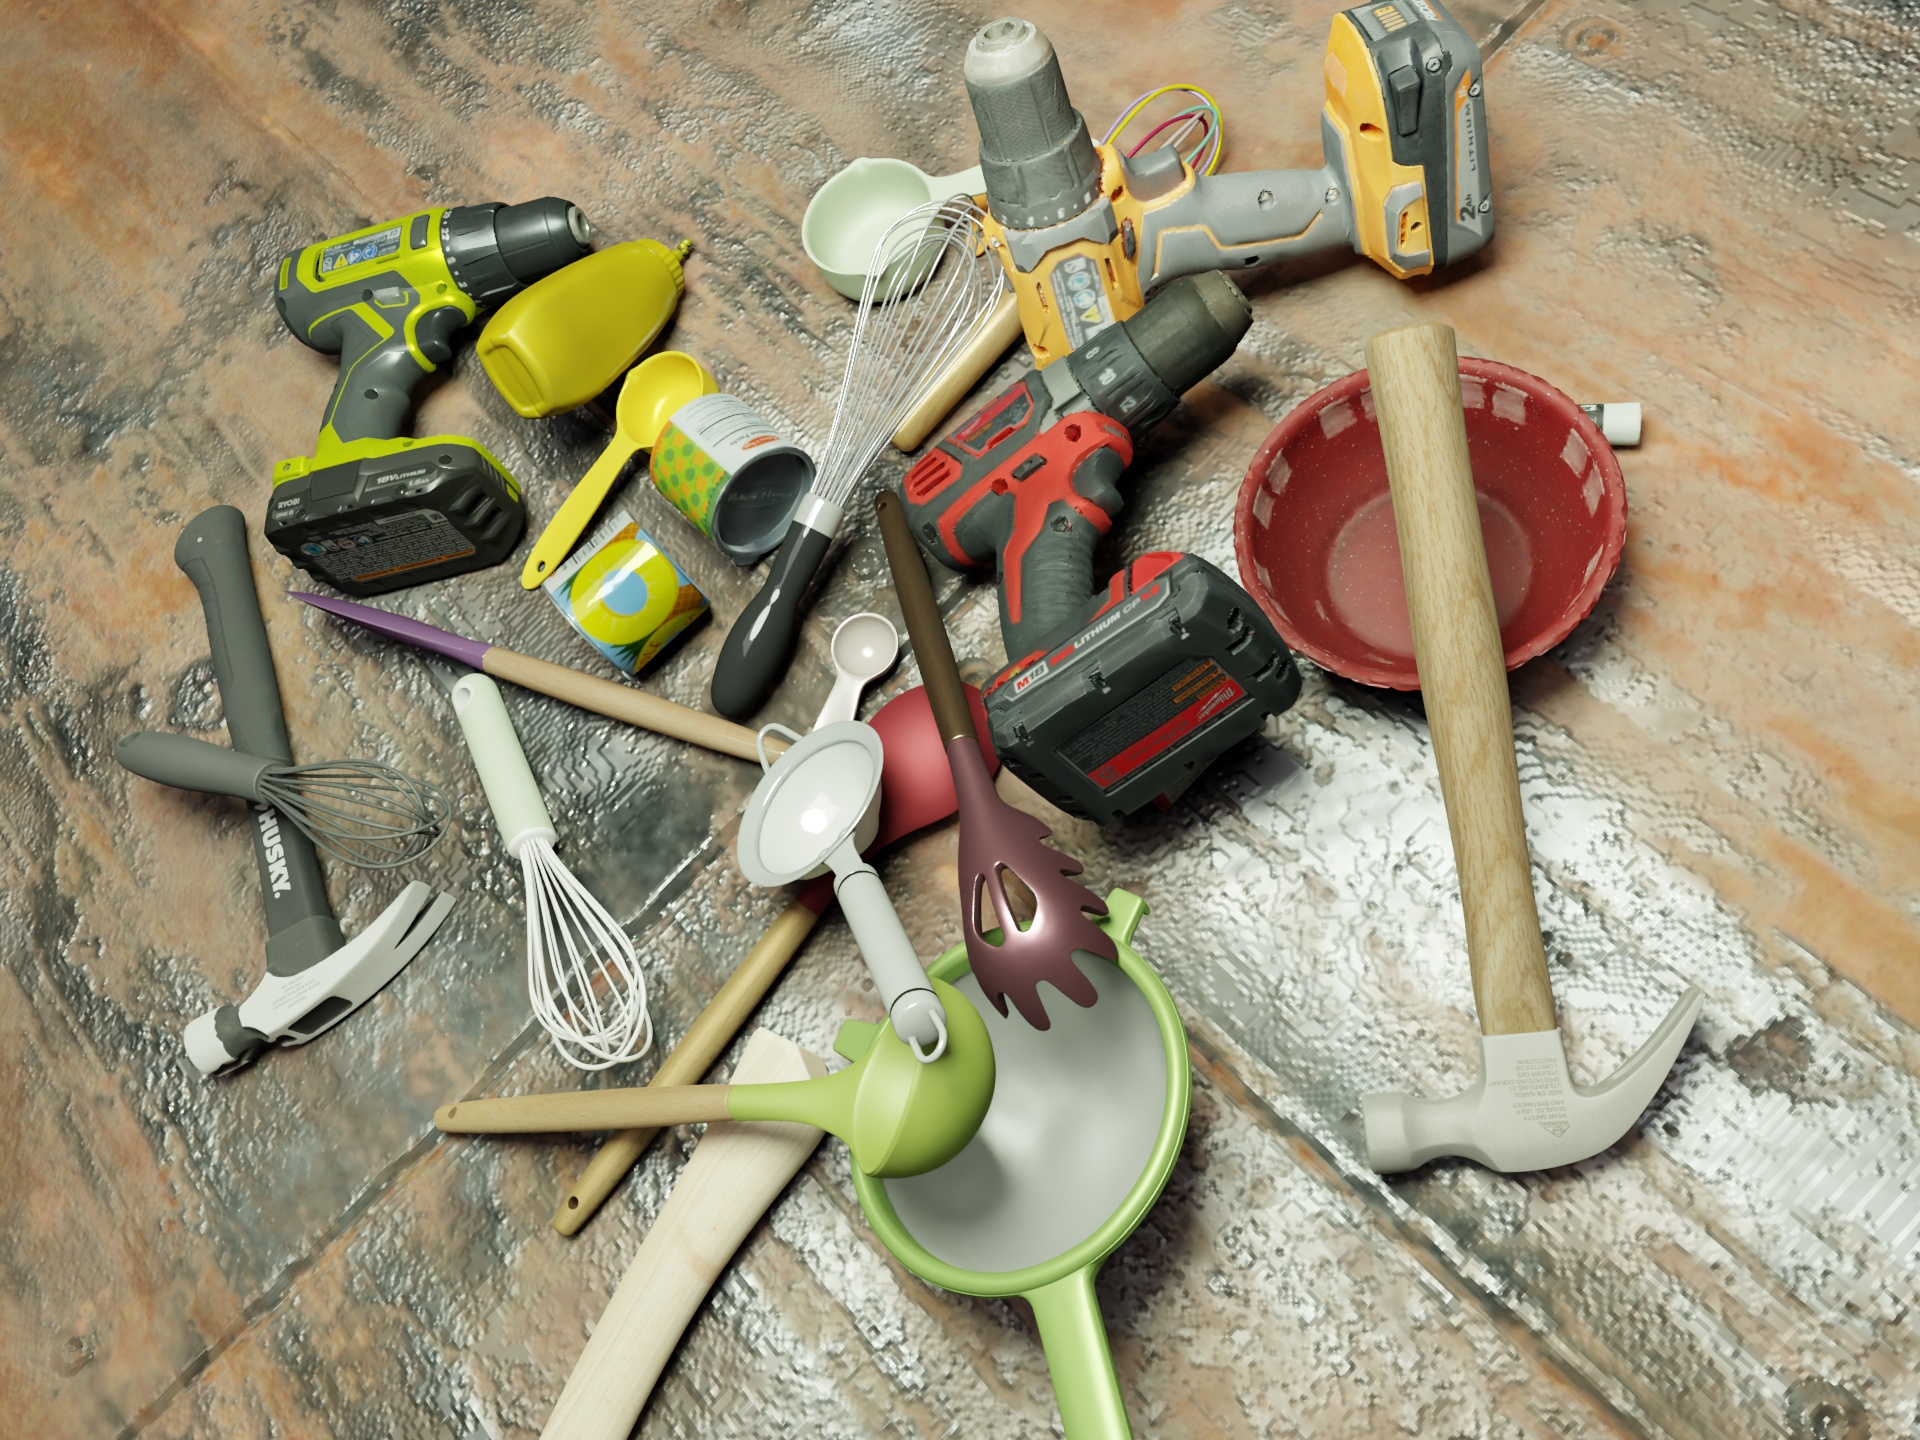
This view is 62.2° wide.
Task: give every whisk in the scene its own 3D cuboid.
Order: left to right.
[{"bbox_3d":[-0.352,0.035,0.808,0.239,0.055,0.055,10,72,28],"label":"whisk"},{"bbox_3d":[-0.208,0.067,0.785,0.058,0.059,0.247,-45,55,20],"label":"whisk"},{"bbox_3d":[-0.055,-0.130,0.791,0.070,0.070,0.284,27,91,26],"label":"whisk"},{"bbox_3d":[0.050,-0.232,0.827,0.245,0.047,0.051,-47,50,0],"label":"whisk"}]

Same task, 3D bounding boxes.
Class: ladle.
[{"bbox_3d":[-0.121,0.157,0.670,0.320,0.062,0.078,-12,50,32],"label":"ladle"},{"bbox_3d":[-0.087,0.107,0.738,0.069,0.031,0.315,34,84,27],"label":"ladle"}]

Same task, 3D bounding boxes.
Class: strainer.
[{"bbox_3d":[-0.043,0.067,0.649,0.087,0.050,0.259,-45,27,5],"label":"strainer"},{"bbox_3d":[0.045,0.201,0.610,0.151,0.069,0.257,-29,50,16],"label":"strainer"}]

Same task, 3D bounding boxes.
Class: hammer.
[{"bbox_3d":[-0.378,0.013,0.870,0.146,0.035,0.335,-29,62,6],"label":"hammer"},{"bbox_3d":[-0.176,0.319,0.673,0.146,0.038,0.411,21,76,26],"label":"hammer"},{"bbox_3d":[0.203,0.007,0.623,0.130,0.031,0.331,-8,85,14],"label":"hammer"}]

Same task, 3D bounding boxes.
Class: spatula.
[{"bbox_3d":[-0.226,-0.026,0.830,0.316,0.059,0.018,17,92,19],"label":"spatula"}]

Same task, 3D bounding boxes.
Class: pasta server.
[{"bbox_3d":[-0.001,-0.002,0.715,0.060,0.040,0.317,-31,44,14],"label":"pasta server"}]

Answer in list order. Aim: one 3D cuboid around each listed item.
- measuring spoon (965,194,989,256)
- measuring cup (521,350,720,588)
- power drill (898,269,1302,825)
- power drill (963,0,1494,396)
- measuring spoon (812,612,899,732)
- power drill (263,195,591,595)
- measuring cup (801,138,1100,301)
[{"bbox_3d":[0.023,-0.307,0.884,0.021,0.011,0.117,7,74,28],"label":"measuring spoon"},{"bbox_3d":[-0.188,-0.132,0.877,0.062,0.029,0.156,42,97,30],"label":"measuring cup"},{"bbox_3d":[0.071,-0.088,0.696,0.188,0.080,0.227,-36,42,19],"label":"power drill"},{"bbox_3d":[0.119,-0.260,0.734,0.226,0.185,0.084,-18,45,8],"label":"power drill"},{"bbox_3d":[-0.061,0.007,0.779,0.034,0.018,0.124,18,81,17],"label":"measuring spoon"},{"bbox_3d":[-0.305,-0.199,0.912,0.190,0.080,0.229,-11,63,13],"label":"power drill"},{"bbox_3d":[-0.002,-0.276,0.864,0.167,0.038,0.083,-14,64,11],"label":"measuring cup"}]
